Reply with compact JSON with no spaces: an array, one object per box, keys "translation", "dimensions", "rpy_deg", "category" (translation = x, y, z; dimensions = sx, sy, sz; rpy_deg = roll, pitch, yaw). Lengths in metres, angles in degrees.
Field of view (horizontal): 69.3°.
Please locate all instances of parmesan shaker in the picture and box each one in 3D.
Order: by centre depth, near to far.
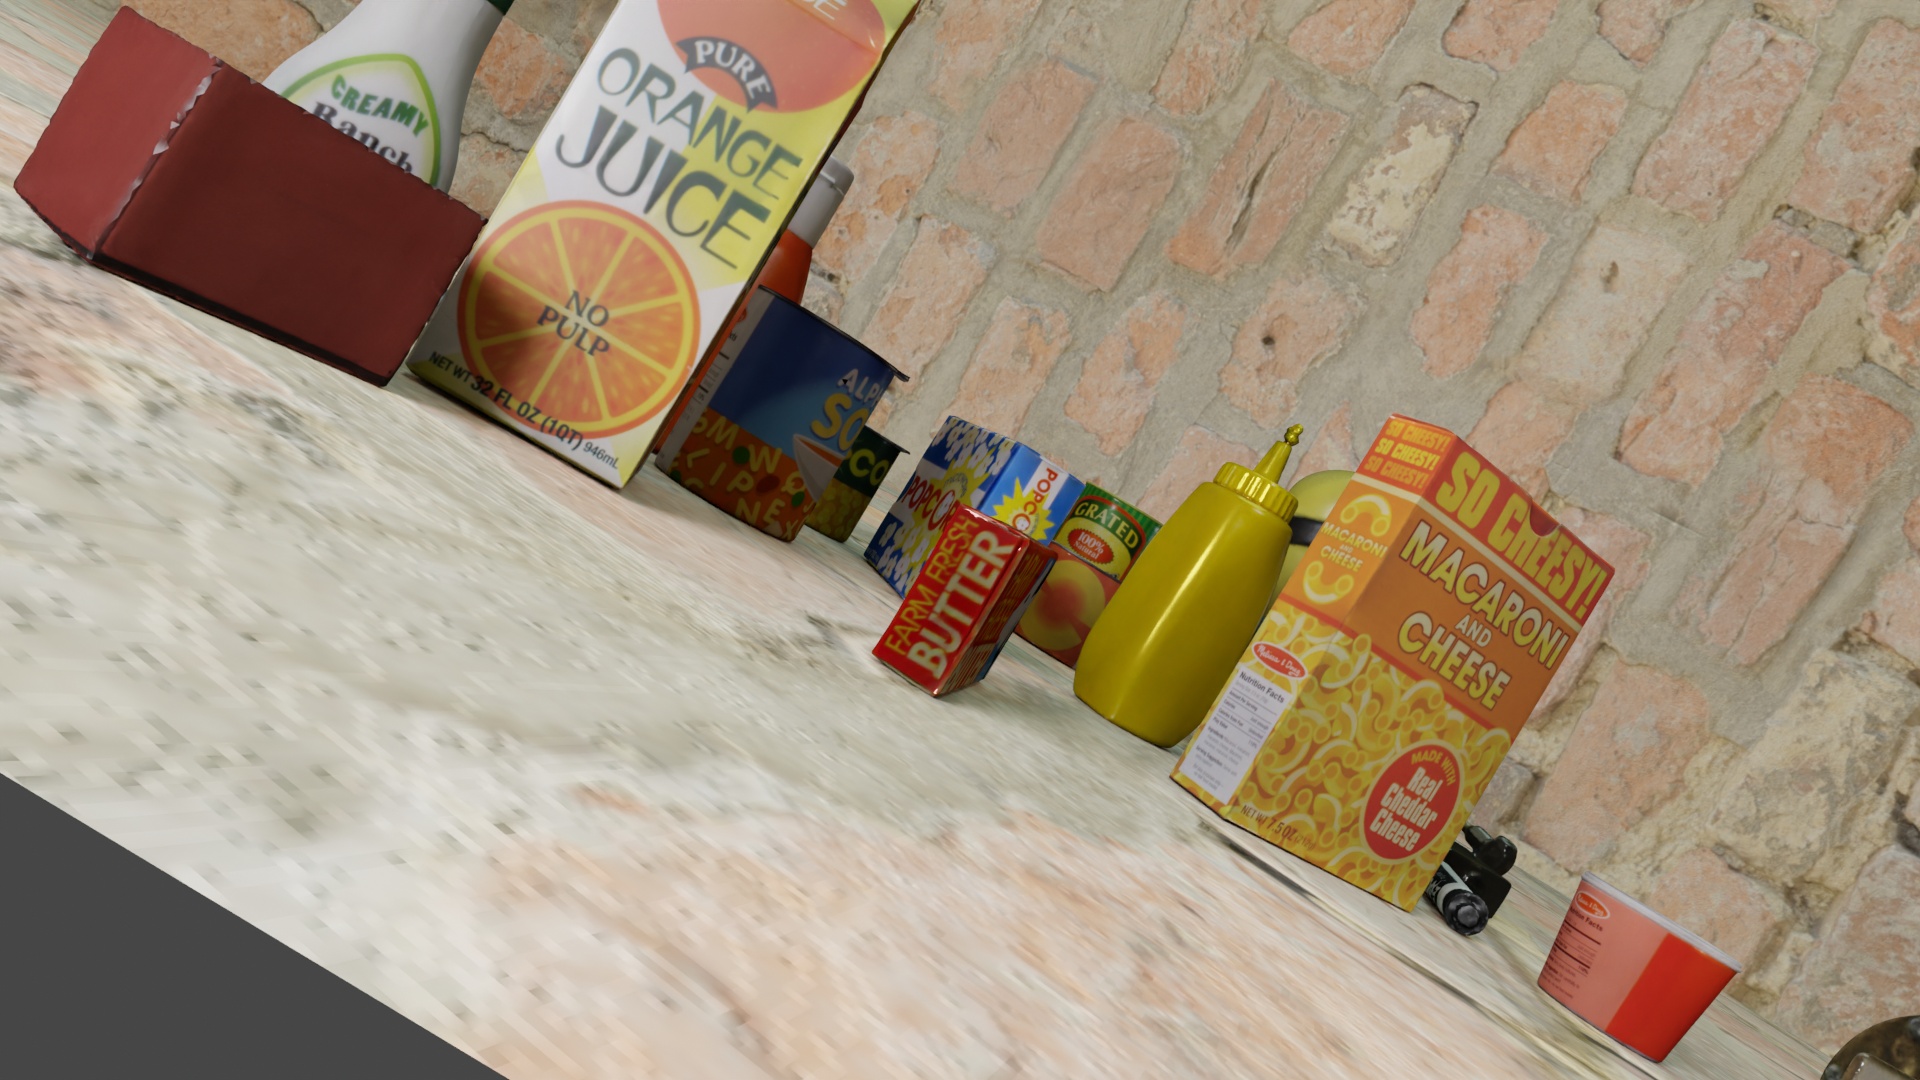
[{"translation":[0.086,0.023,0.902],"dimensions":[0.071,0.103,0.071],"rpy_deg":[31,1,-1],"category":"parmesan shaker"}]

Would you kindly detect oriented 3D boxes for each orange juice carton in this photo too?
[{"translation":[-0.086,-0.117,0.434],"dimensions":[0.072,0.192,0.073],"rpy_deg":[31,1,-11],"category":"orange juice carton"}]

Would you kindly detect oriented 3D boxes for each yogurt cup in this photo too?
[{"translation":[0.282,0.180,0.584],"dimensions":[0.072,0.054,0.072],"rpy_deg":[31,1,-1],"category":"yogurt cup"}]

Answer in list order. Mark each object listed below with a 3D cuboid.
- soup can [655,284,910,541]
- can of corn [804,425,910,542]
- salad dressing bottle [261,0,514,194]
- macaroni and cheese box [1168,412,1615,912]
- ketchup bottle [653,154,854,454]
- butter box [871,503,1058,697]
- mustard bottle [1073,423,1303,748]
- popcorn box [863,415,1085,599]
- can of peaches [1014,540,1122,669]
[{"translation":[-0.072,-0.049,0.562],"dimensions":[0.071,0.083,0.071],"rpy_deg":[31,1,-1],"category":"soup can"},{"translation":[-0.070,-0.038,0.712],"dimensions":[0.071,0.058,0.071],"rpy_deg":[31,1,-1],"category":"can of corn"},{"translation":[-0.183,-0.150,0.450],"dimensions":[0.064,0.147,0.044],"rpy_deg":[31,1,-30],"category":"salad dressing bottle"},{"translation":[0.176,0.052,0.552],"dimensions":[0.123,0.166,0.040],"rpy_deg":[30,1,-32],"category":"macaroni and cheese box"},{"translation":[-0.099,-0.105,0.606],"dimensions":[0.064,0.148,0.043],"rpy_deg":[30,1,-33],"category":"ketchup bottle"},{"translation":[0.005,0.019,0.437],"dimensions":[0.024,0.053,0.103],"rpy_deg":[31,2,9],"category":"butter box"},{"translation":[0.114,0.016,0.640],"dimensions":[0.065,0.160,0.049],"rpy_deg":[30,1,-37],"category":"mustard bottle"},{"translation":[0.002,-0.008,0.643],"dimensions":[0.038,0.085,0.127],"rpy_deg":[31,1,-18],"category":"popcorn box"},{"translation":[0.065,0.039,0.821],"dimensions":[0.071,0.058,0.071],"rpy_deg":[31,1,-1],"category":"can of peaches"}]
